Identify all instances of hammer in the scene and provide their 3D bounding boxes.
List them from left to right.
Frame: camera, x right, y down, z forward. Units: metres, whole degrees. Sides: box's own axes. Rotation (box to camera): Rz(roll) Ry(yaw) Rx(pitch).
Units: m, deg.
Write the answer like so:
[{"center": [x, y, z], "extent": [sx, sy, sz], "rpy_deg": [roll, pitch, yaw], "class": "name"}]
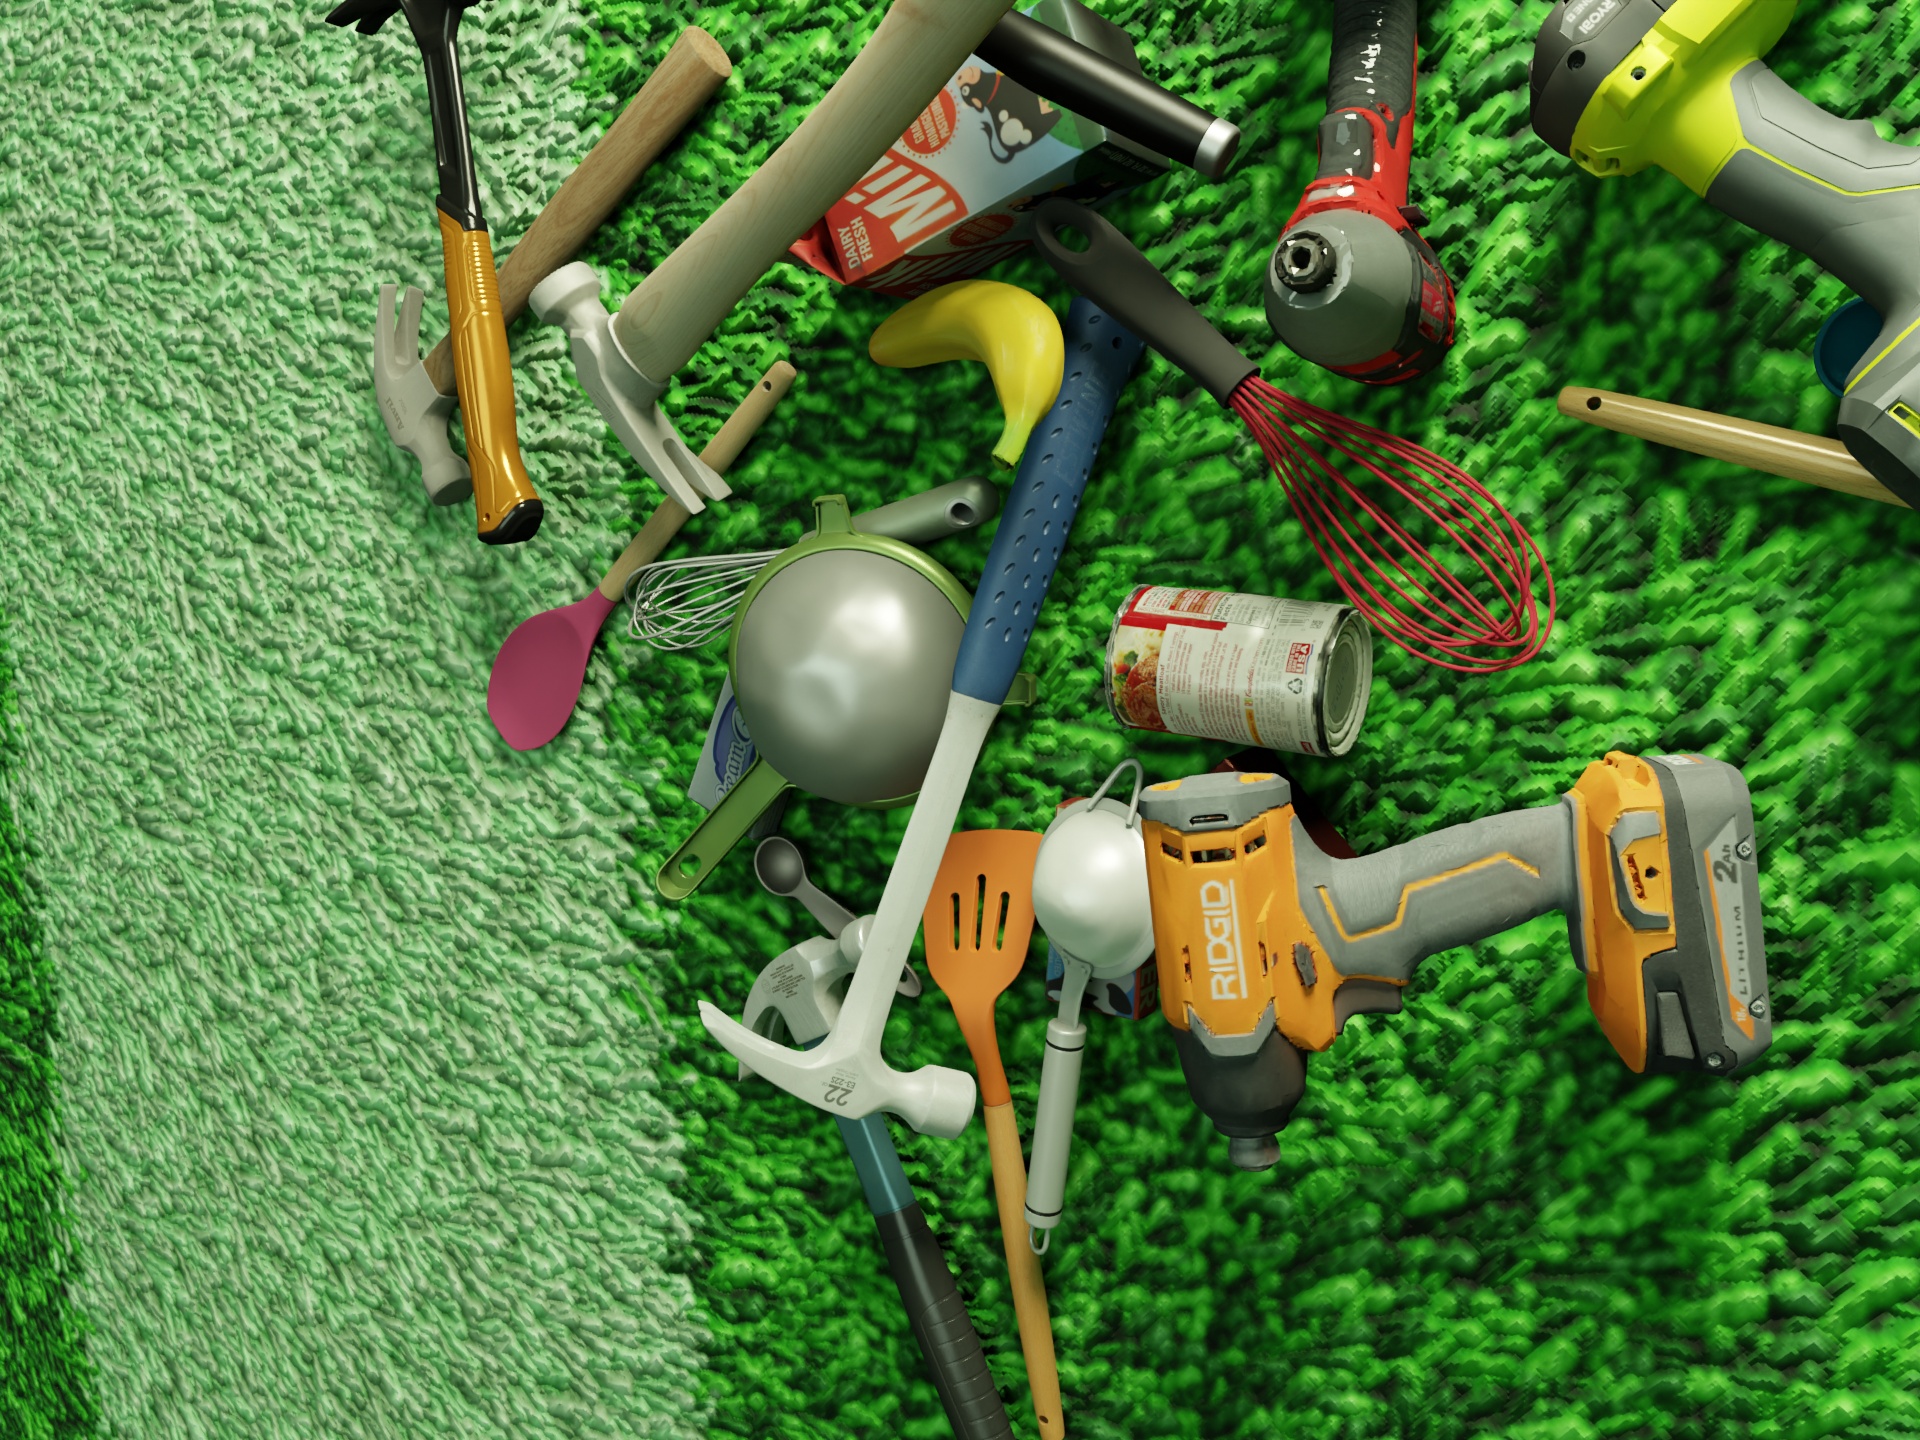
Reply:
[{"center": [-0.294, -0.270, 0.930], "extent": [0.127, 0.034, 0.337], "rpy_deg": [-6, 93, 31], "class": "hammer"}, {"center": [-0.249, -0.277, 0.940], "extent": [0.331, 0.031, 0.130], "rpy_deg": [-38, 76, 29], "class": "hammer"}, {"center": [-0.068, -0.236, 0.722], "extent": [0.410, 0.038, 0.146], "rpy_deg": [-28, 99, 49], "class": "hammer"}, {"center": [-0.030, 0.277, 0.861], "extent": [0.128, 0.033, 0.331], "rpy_deg": [-27, 83, 37], "class": "hammer"}, {"center": [-0.001, -0.002, 0.757], "extent": [0.035, 0.144, 0.405], "rpy_deg": [-145, 74, -72], "class": "hammer"}]

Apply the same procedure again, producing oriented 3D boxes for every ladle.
[{"center": [0.373, -0.080, 0.575], "extent": [0.316, 0.031, 0.069], "rpy_deg": [23, 99, 30], "class": "ladle"}]

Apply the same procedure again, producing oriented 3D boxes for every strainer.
[{"center": [-0.093, 0.019, 0.827], "extent": [0.151, 0.069, 0.256], "rpy_deg": [44, 114, 0], "class": "strainer"}, {"center": [0.052, 0.145, 0.766], "extent": [0.087, 0.050, 0.258], "rpy_deg": [22, 111, 46], "class": "strainer"}]

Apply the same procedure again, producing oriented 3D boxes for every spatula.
[{"center": [0.028, 0.219, 0.830], "extent": [0.081, 0.041, 0.322], "rpy_deg": [-6, 97, 32], "class": "spatula"}]

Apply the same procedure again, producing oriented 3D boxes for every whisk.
[{"center": [-0.086, -0.087, 0.855], "extent": [0.246, 0.059, 0.057], "rpy_deg": [-15, 124, 29], "class": "whisk"}, {"center": [0.134, -0.130, 0.683], "extent": [0.296, 0.073, 0.073], "rpy_deg": [46, 117, 15], "class": "whisk"}]

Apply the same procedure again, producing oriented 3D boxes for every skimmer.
[{"center": [-0.026, -0.340, 0.702], "extent": [0.363, 0.090, 0.127], "rpy_deg": [32, 136, 13], "class": "skimmer"}]

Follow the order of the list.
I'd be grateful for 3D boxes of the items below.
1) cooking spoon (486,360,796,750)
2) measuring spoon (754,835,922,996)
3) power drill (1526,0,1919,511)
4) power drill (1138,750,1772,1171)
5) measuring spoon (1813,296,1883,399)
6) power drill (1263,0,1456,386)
[{"center": [-0.192, -0.092, 0.934], "extent": [0.319, 0.017, 0.069], "rpy_deg": [-45, 74, 29], "class": "cooking spoon"}, {"center": [-0.065, 0.108, 0.882], "extent": [0.124, 0.018, 0.034], "rpy_deg": [41, 117, 14], "class": "measuring spoon"}, {"center": [0.328, -0.205, 0.551], "extent": [0.171, 0.080, 0.223], "rpy_deg": [-45, 72, 16], "class": "power drill"}, {"center": [0.192, 0.096, 0.638], "extent": [0.226, 0.084, 0.164], "rpy_deg": [-6, 93, 13], "class": "power drill"}, {"center": [0.375, -0.118, 0.572], "extent": [0.129, 0.021, 0.042], "rpy_deg": [26, 96, 23], "class": "measuring spoon"}, {"center": [0.154, -0.248, 0.625], "extent": [0.078, 0.143, 0.219], "rpy_deg": [1, 94, 29], "class": "power drill"}]
